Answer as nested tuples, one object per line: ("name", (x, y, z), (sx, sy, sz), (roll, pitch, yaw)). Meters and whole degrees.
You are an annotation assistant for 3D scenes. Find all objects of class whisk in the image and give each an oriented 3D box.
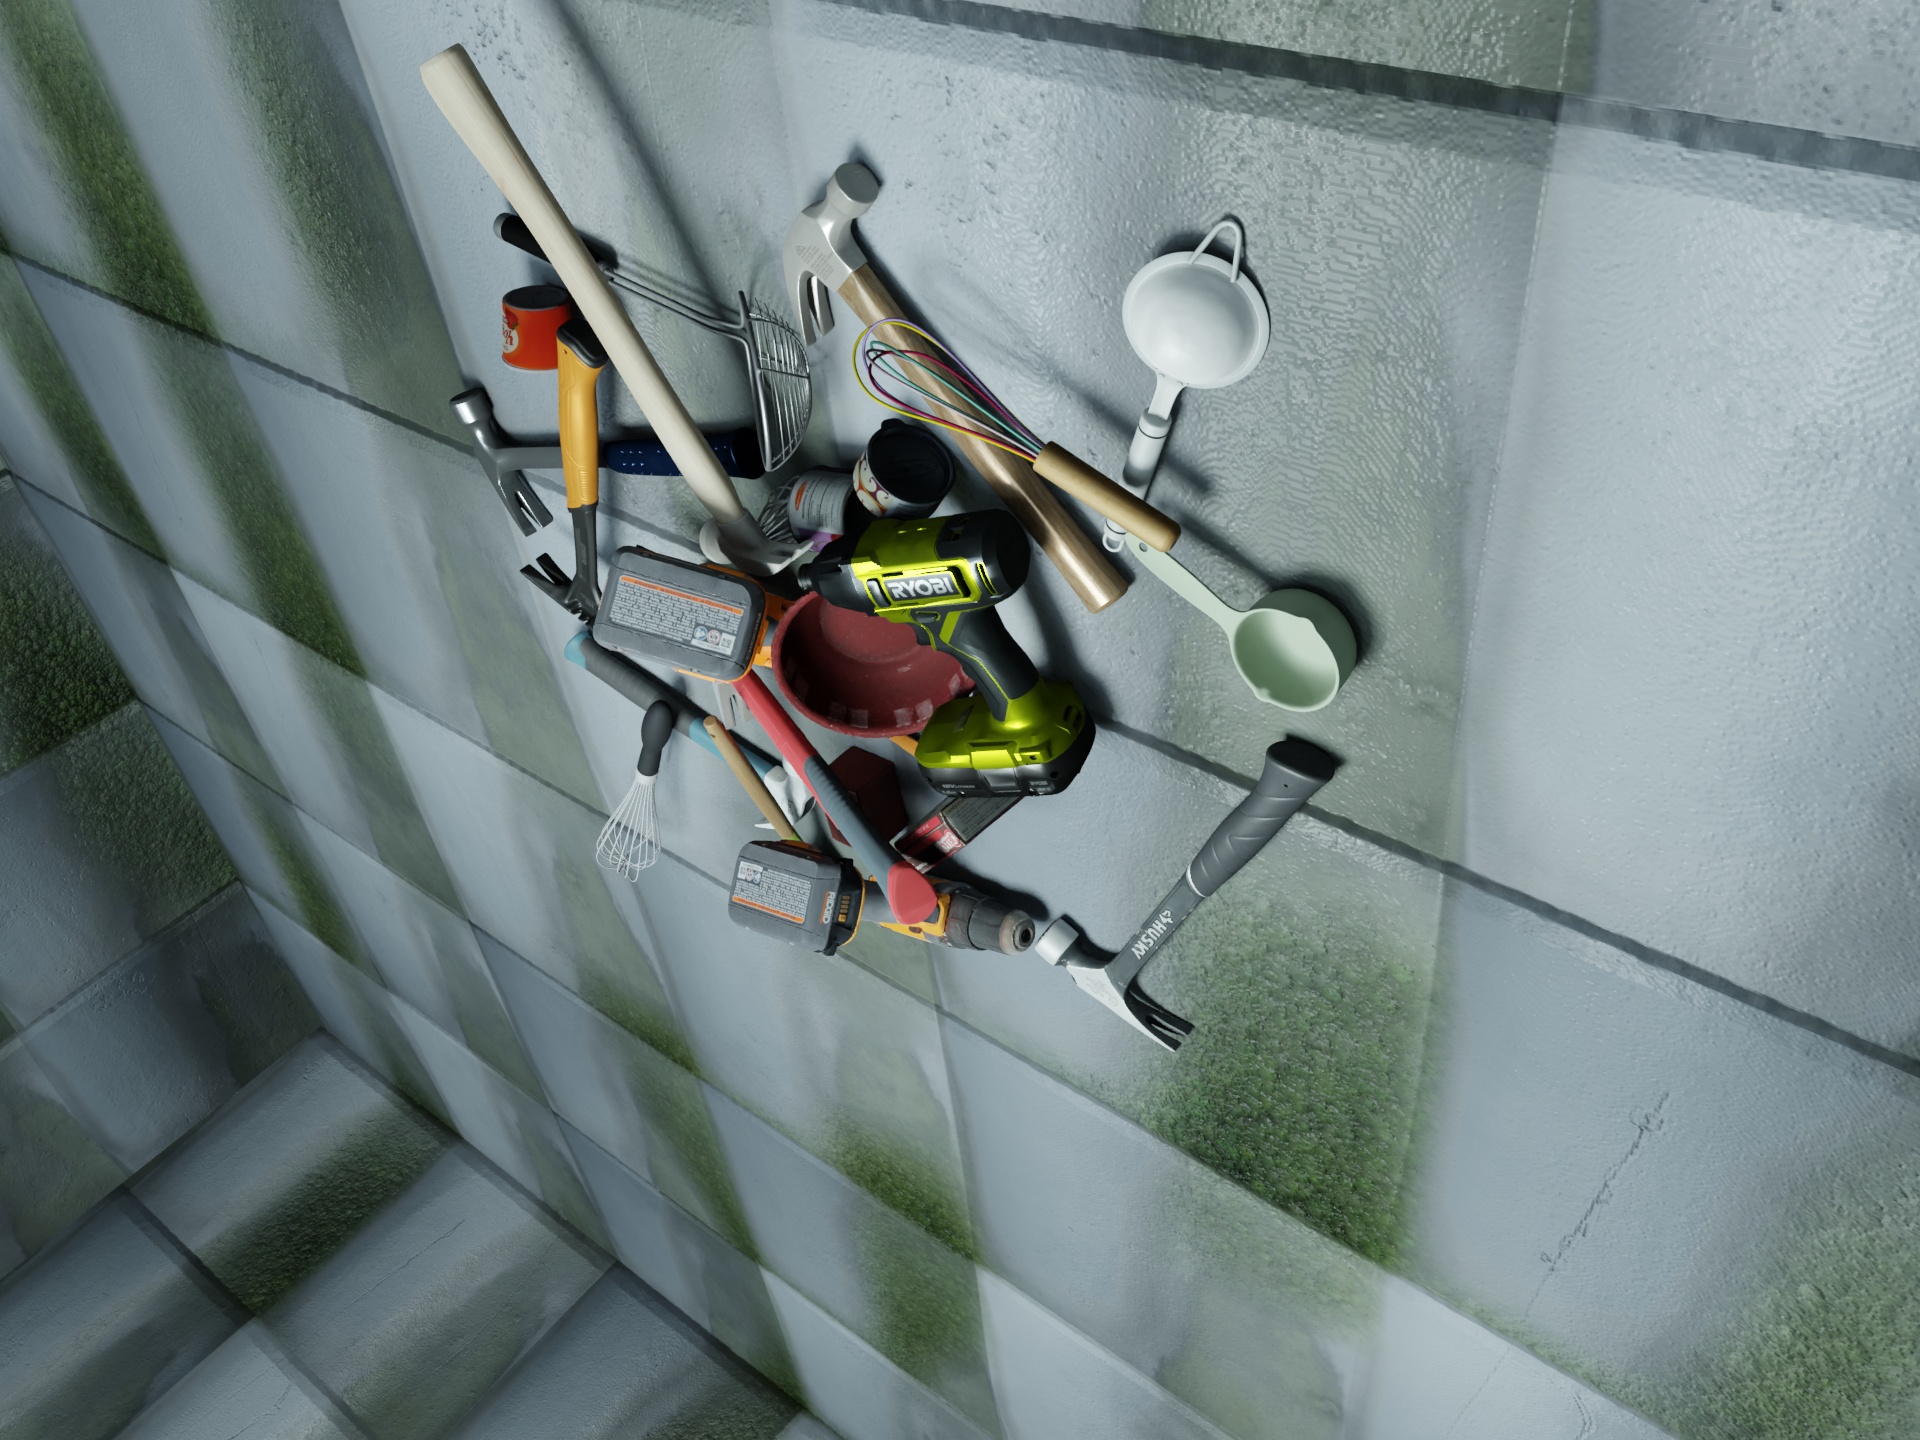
("whisk", (-0.169, -0.145, 1.315), (0.246, 0.059, 0.058), (-20, 72, 58))
("whisk", (-0.326, 0.073, 1.636), (0.070, 0.070, 0.284), (39, 138, 13))
("whisk", (0.032, -0.176, 1.004), (0.245, 0.047, 0.051), (35, 162, 11))

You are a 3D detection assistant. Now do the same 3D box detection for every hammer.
("hammer", (0.179, 0.134, 1.212), (0.149, 0.036, 0.408), (40, 145, 9))
("hammer", (-0.308, -0.226, 1.392), (0.406, 0.035, 0.144), (9, 130, 44))
("hammer", (-0.125, 0.049, 1.341), (0.387, 0.038, 0.143), (48, 154, 42))
("hammer", (-0.332, -0.208, 1.373), (0.127, 0.034, 0.336), (36, 144, 16))
("hammer", (-0.002, -0.207, 1.074), (0.331, 0.031, 0.130), (51, 146, -5))
("hammer", (-0.273, 0.000, 1.584), (0.331, 0.033, 0.128), (32, 142, 23))
("hammer", (-0.241, -0.278, 1.123), (0.146, 0.038, 0.410), (17, 143, 58))

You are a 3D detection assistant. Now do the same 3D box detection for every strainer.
("strainer", (0.120, -0.183, 0.957), (0.087, 0.050, 0.258), (25, 146, 7))

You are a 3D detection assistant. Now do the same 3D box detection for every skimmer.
("skimmer", (-0.247, -0.303, 1.196), (0.363, 0.090, 0.127), (30, 145, 25))

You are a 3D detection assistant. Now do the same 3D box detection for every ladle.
("ladle", (-0.177, 0.101, 1.488), (0.078, 0.062, 0.319), (10, 149, 25))

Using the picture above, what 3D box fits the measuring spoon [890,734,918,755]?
("measuring spoon", (-0.040, 0.018, 1.366), (0.117, 0.011, 0.021), (32, 144, 17))

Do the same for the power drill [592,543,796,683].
("power drill", (-0.212, -0.085, 1.259), (0.164, 0.084, 0.226), (16, -177, 5))

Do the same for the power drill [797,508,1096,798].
("power drill", (-0.007, -0.048, 1.142), (0.171, 0.080, 0.223), (-4, 133, 30))

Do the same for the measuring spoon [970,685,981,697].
("measuring spoon", (-0.002, -0.004, 1.289), (0.034, 0.018, 0.124), (54, 147, -9))

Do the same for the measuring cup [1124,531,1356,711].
("measuring cup", (0.177, -0.075, 1.004), (0.168, 0.038, 0.083), (40, 146, 15))

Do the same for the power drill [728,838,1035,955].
("power drill", (-0.062, 0.162, 1.374), (0.185, 0.226, 0.084), (10, 88, 44))
